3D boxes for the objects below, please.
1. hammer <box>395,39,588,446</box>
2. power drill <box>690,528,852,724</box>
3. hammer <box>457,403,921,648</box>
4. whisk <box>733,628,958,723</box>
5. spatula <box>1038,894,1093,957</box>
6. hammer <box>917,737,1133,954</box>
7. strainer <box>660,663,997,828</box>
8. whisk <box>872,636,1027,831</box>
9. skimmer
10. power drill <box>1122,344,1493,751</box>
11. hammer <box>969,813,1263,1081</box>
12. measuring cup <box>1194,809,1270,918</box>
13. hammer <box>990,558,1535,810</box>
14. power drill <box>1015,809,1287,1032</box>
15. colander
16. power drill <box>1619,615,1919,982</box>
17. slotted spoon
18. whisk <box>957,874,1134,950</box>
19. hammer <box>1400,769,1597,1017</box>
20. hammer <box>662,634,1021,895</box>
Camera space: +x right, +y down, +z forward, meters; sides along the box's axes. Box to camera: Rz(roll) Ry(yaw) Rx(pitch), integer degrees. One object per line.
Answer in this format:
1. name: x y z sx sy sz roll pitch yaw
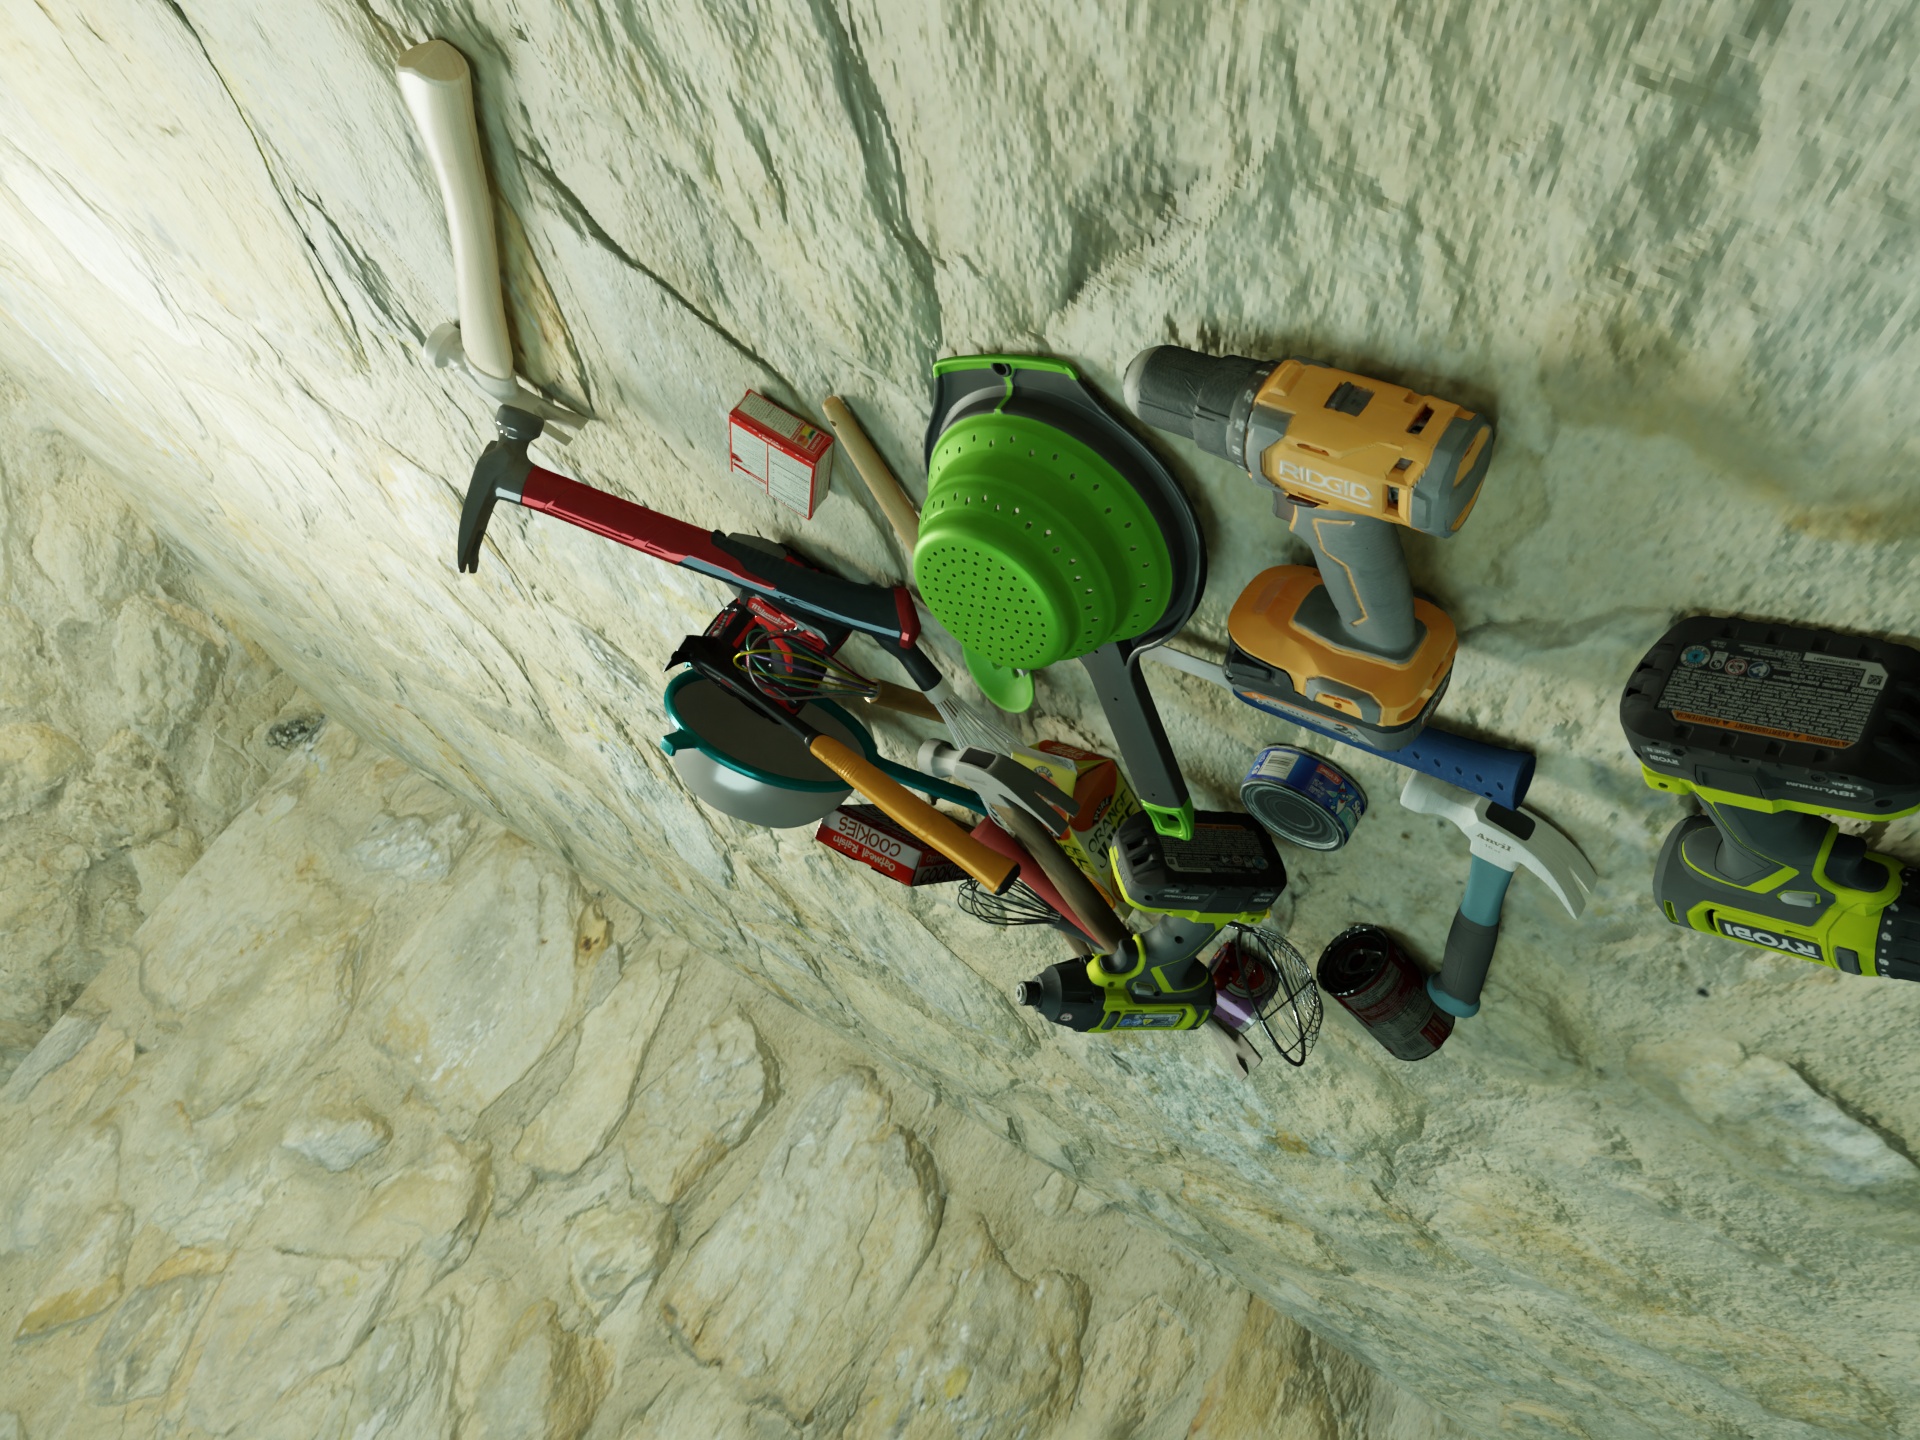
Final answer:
1. hammer: -0.350 -0.339 1.173 0.146 0.038 0.410 33 159 0
2. power drill: -0.171 -0.087 1.404 0.143 0.078 0.219 34 156 -2
3. hammer: -0.219 -0.124 1.287 0.386 0.143 0.038 21 -173 6
4. whisk: -0.092 -0.030 1.328 0.244 0.047 0.051 16 -144 -46
5. spatula: 0.098 0.197 1.685 0.315 0.018 0.060 57 -174 -51
6. hammer: 0.092 0.133 1.331 0.130 0.031 0.331 13 150 46
7. strainer: -0.133 0.060 1.527 0.340 0.095 0.211 20 -156 -11
8. whisk: -0.003 -0.004 1.359 0.070 0.070 0.284 4 140 54
9. skimmer: 0.170 0.183 1.452 0.363 0.090 0.127 28 -170 23
10. power drill: 0.178 -0.097 0.839 0.185 0.084 0.226 24 153 28
11. hammer: 0.146 0.213 1.541 0.358 0.036 0.149 41 -175 -19
12. measuring cup: 0.217 0.129 1.344 0.062 0.029 0.156 6 144 53
13. hammer: 0.176 -0.027 1.056 0.406 0.035 0.143 23 156 30
14. power drill: 0.152 0.173 1.278 0.171 0.080 0.223 4 135 -20
15. colander: 0.068 -0.039 1.013 0.205 0.094 0.396 11 140 40
16. power drill: 0.433 0.055 0.787 0.191 0.080 0.228 15 154 43
17. slotted spoon: -0.020 -0.117 1.172 0.070 0.031 0.313 15 150 42
18. whisk: 0.093 0.200 1.597 0.238 0.055 0.055 24 168 -32
19. hammer: 0.369 0.141 1.137 0.128 0.033 0.330 27 158 24
20. hammer: -0.094 0.036 1.310 0.337 0.034 0.127 36 -174 8
